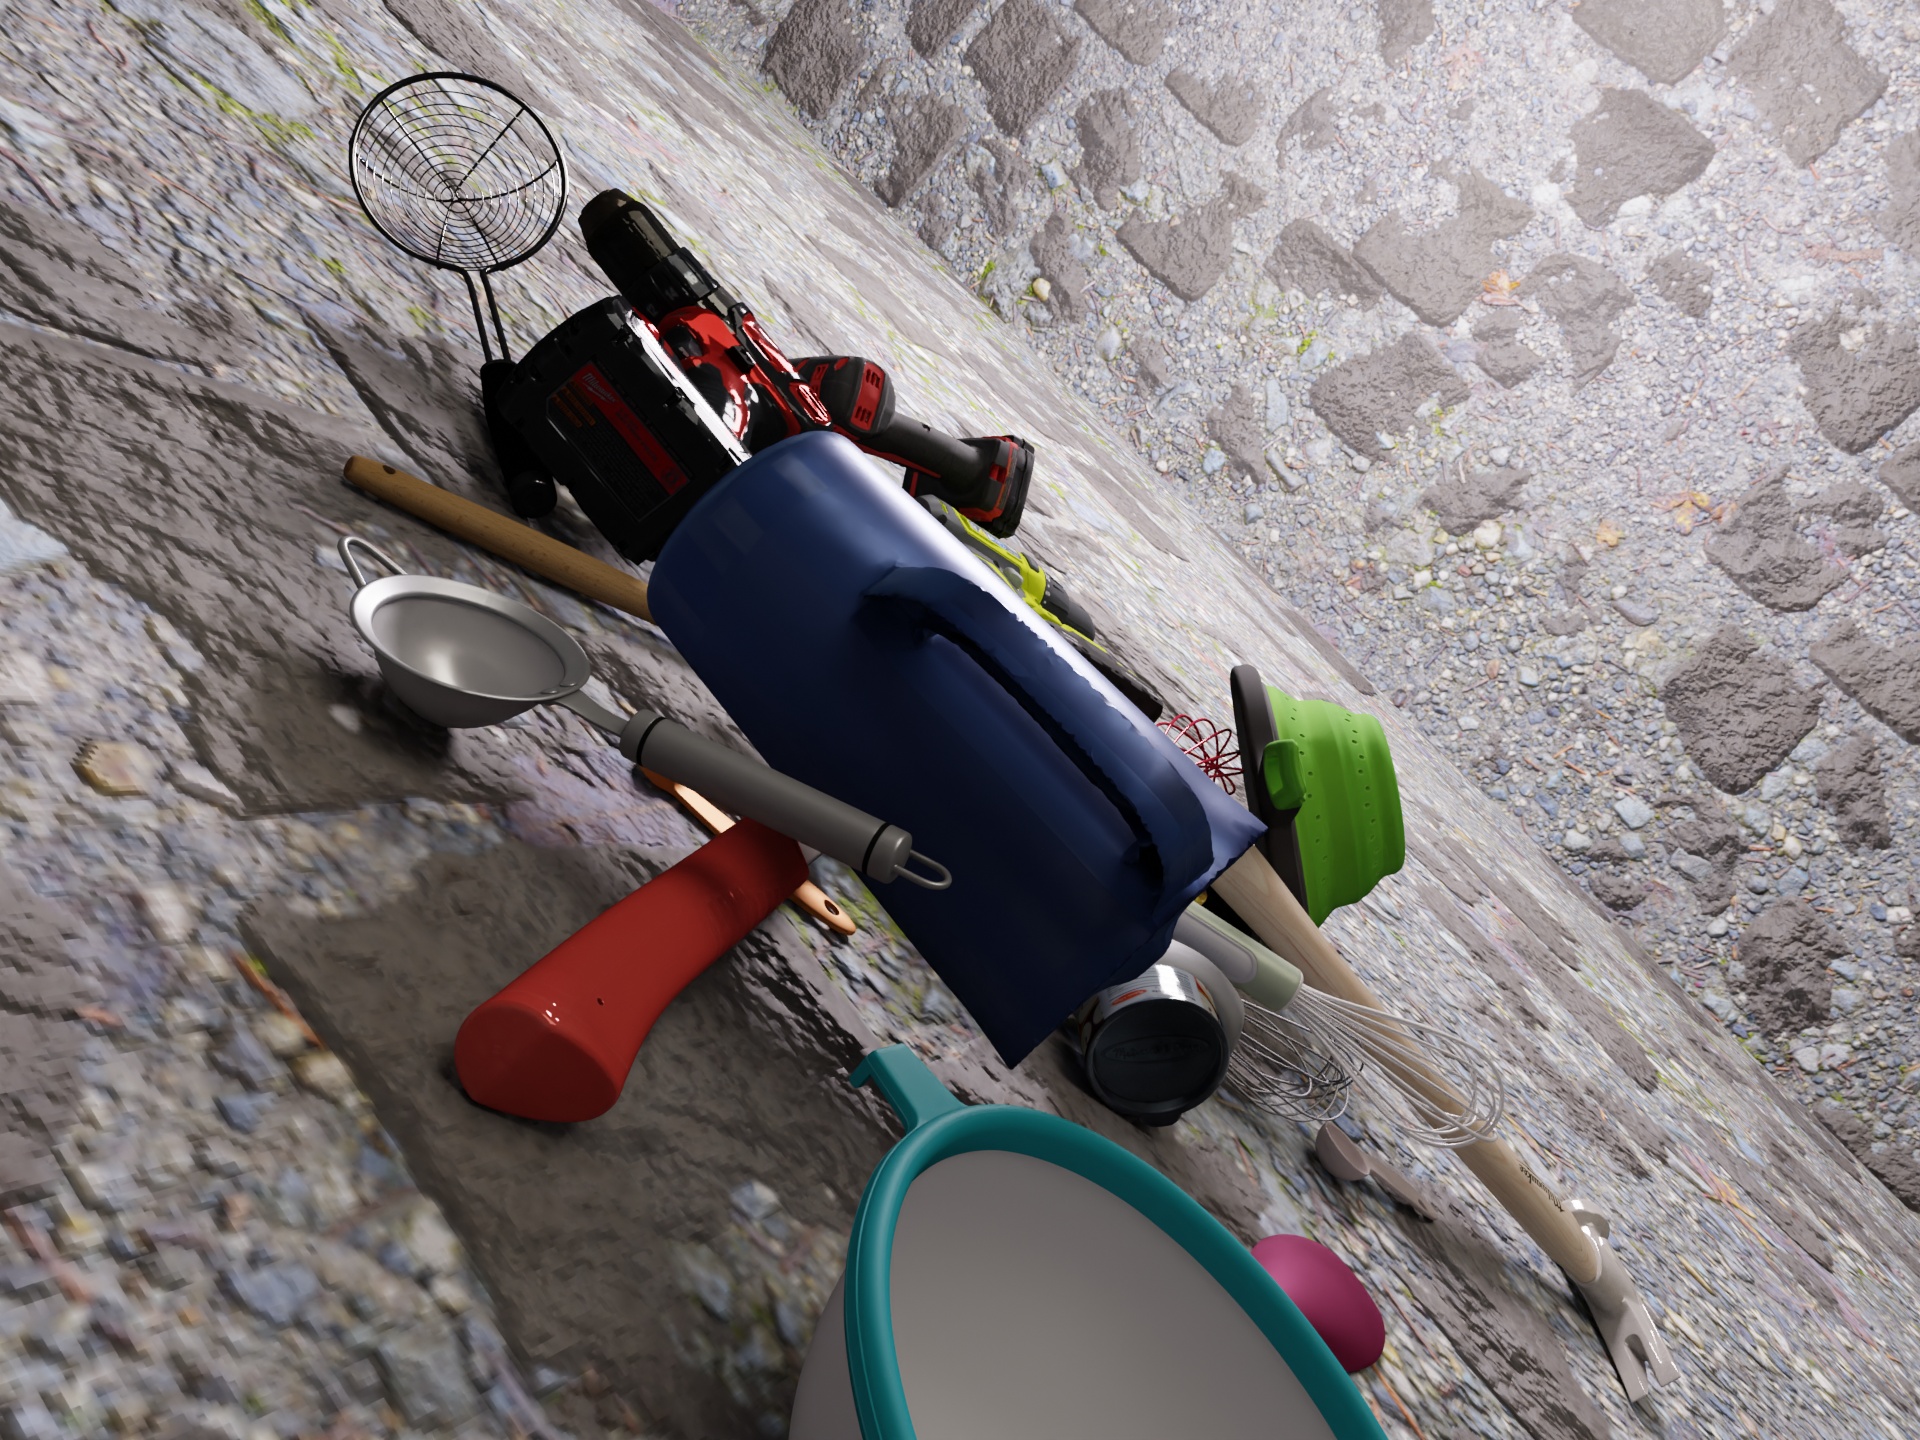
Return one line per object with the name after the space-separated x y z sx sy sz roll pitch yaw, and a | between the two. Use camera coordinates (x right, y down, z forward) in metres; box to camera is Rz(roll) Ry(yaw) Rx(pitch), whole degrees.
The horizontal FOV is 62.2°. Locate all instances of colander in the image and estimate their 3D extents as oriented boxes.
0.234 0.045 1.004 0.397 0.094 0.204 41 40 -78 | colander

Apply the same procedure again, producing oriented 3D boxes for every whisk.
0.172 0.142 0.803 0.246 0.058 0.059 33 15 -5 | whisk
0.119 0.035 0.980 0.073 0.073 0.295 47 18 14 | whisk
0.097 0.128 0.828 0.284 0.070 0.070 33 19 -17 | whisk

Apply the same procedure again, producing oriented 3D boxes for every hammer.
0.274 0.220 0.922 0.410 0.038 0.146 47 16 -15 | hammer
-0.086 0.050 0.606 0.149 0.036 0.359 47 19 2 | hammer

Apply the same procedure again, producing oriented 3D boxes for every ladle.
-0.148 -0.055 0.769 0.315 0.031 0.069 25 26 -40 | ladle

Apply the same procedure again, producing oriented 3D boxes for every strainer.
0.075 0.245 0.422 0.340 0.095 0.211 38 20 -23 | strainer
-0.119 0.005 0.558 0.258 0.050 0.087 24 21 14 | strainer

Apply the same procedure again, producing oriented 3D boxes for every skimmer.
-0.260 -0.246 0.873 0.127 0.090 0.364 -4 42 -22 | skimmer

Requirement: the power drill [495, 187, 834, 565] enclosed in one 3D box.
-0.160 -0.192 0.847 0.187 0.080 0.227 51 21 -13 | power drill

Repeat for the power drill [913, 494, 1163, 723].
0.054 -0.058 1.142 0.190 0.080 0.229 30 18 -34 | power drill

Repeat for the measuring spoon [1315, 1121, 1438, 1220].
0.230 0.257 0.881 0.124 0.018 0.034 39 16 -36 | measuring spoon

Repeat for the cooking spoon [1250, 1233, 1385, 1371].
0.106 0.241 0.625 0.069 0.017 0.318 51 18 29 | cooking spoon

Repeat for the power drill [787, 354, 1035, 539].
-0.059 -0.208 1.195 0.143 0.078 0.219 6 -10 44 | power drill

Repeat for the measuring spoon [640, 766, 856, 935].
-0.087 0.051 0.669 0.117 0.011 0.021 41 17 -7 | measuring spoon
